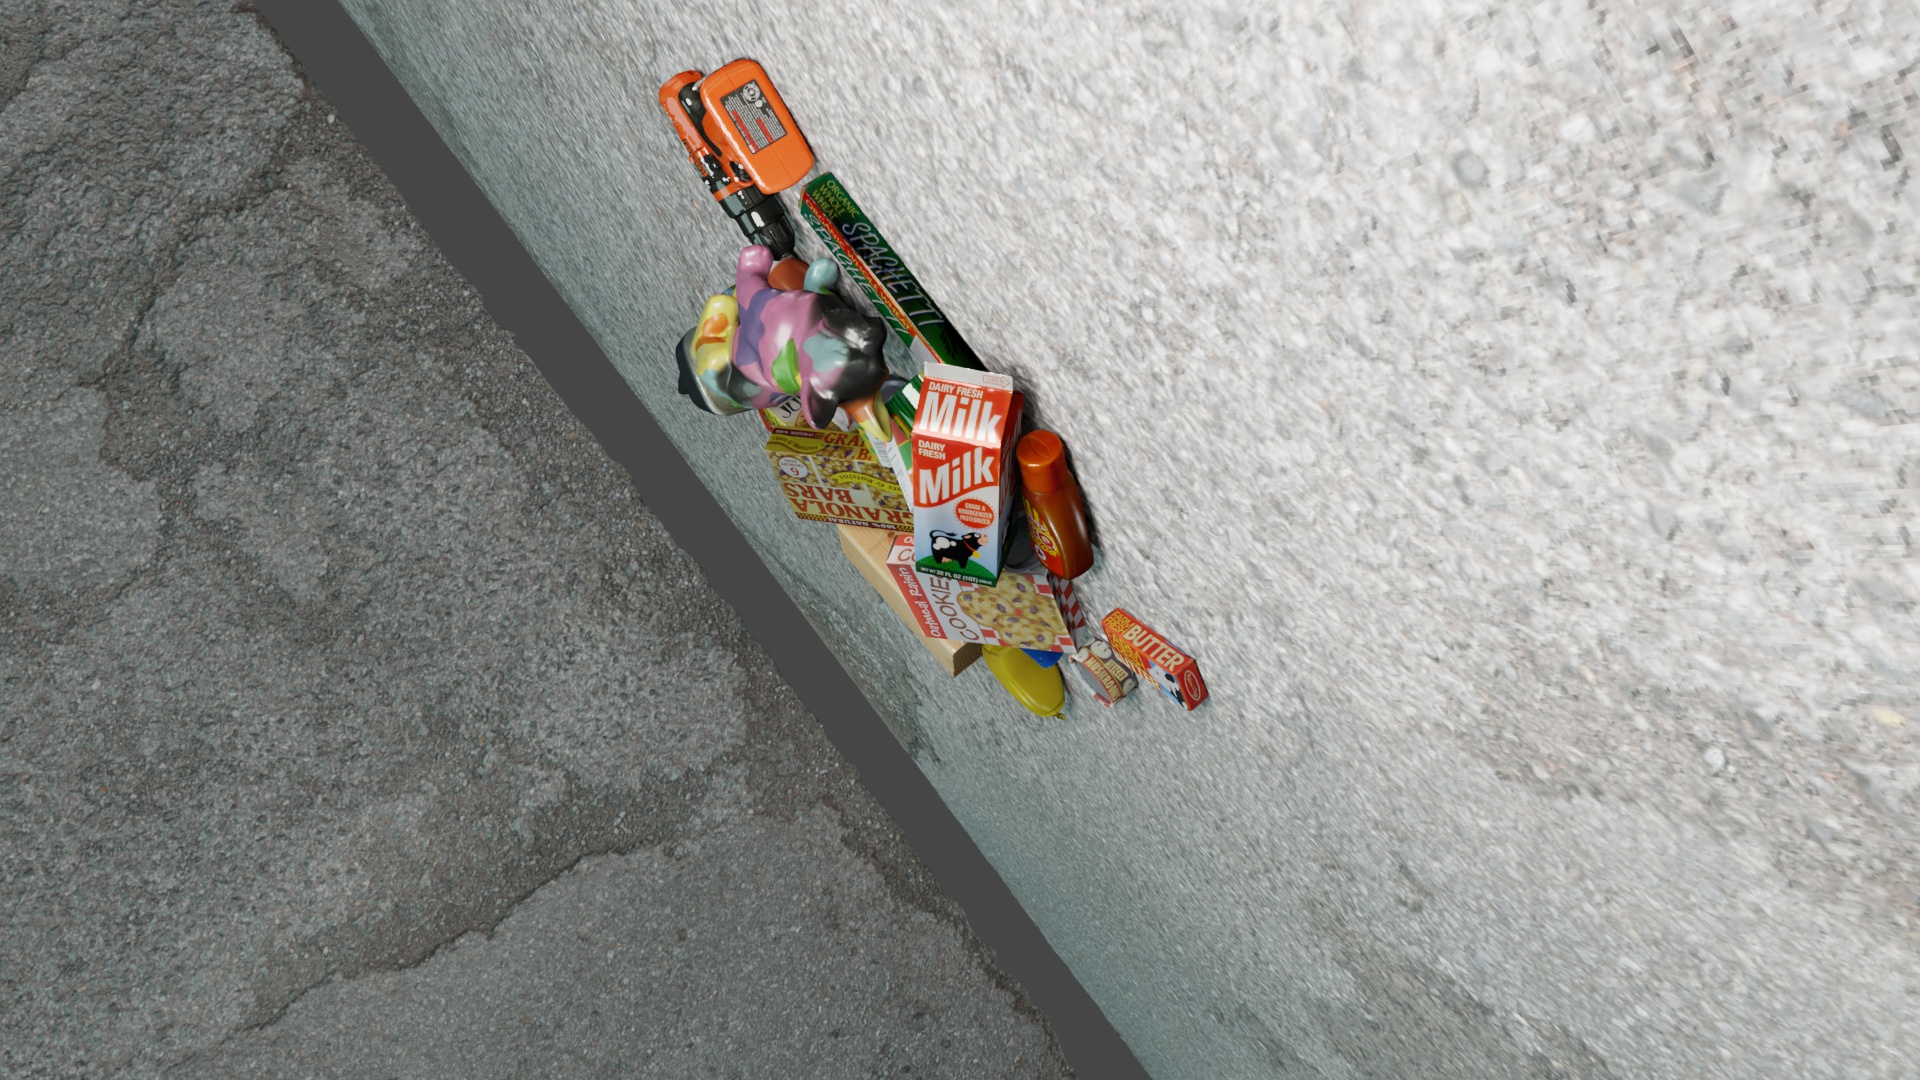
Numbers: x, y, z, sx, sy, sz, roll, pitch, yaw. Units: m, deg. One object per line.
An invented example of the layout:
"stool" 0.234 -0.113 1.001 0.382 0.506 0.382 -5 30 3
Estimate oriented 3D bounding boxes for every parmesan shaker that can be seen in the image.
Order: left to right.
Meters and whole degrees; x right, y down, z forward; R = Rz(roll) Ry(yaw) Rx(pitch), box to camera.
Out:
"parmesan shaker" -0.009 -0.095 1.198 0.103 0.071 0.071 52 166 2

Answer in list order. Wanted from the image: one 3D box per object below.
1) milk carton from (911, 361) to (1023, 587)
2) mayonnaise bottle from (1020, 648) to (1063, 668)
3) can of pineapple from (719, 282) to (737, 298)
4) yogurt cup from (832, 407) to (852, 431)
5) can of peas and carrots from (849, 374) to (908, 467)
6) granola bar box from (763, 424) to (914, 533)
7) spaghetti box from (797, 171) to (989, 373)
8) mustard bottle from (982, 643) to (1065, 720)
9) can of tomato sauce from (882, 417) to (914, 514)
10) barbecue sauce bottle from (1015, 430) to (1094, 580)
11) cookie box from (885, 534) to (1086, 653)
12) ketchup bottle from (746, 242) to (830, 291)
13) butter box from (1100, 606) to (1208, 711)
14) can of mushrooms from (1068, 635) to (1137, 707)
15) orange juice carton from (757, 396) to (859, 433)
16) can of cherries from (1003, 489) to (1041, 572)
"milk carton" 0.006 -0.059 1.098 0.072 0.074 0.189 11 134 12
"mayonnaise bottle" 0.045 0.076 1.435 0.148 0.041 0.064 40 159 -19
"can of pineapple" -0.213 -0.251 1.472 0.071 0.058 0.070 47 165 17
"yogurt cup" -0.117 -0.156 1.410 0.072 0.054 0.072 48 165 17
"can of peas and carrots" -0.065 -0.114 1.331 0.071 0.071 0.058 39 161 43
"granola bar box" -0.114 -0.064 1.491 0.165 0.039 0.123 7 146 20
"spaghetti box" -0.046 -0.193 1.141 0.250 0.029 0.050 52 166 1
"mustard bottle" 0.080 0.154 1.549 0.049 0.065 0.159 29 158 48
"can of tomato sauce" -0.027 -0.074 1.258 0.071 0.071 0.083 108 141 -73
"barbecue sauce bottle" 0.075 -0.031 1.132 0.065 0.044 0.148 50 167 34
"cookie box" 0.025 0.051 1.339 0.167 0.040 0.122 4 142 26
"ketchup bottle" -0.149 -0.234 1.340 0.149 0.043 0.064 49 166 12
"butter box" 0.168 0.103 1.210 0.104 0.024 0.053 37 160 47
"can of mushrooms" 0.139 0.128 1.350 0.071 0.033 0.070 49 166 17
"orange juice carton" -0.179 -0.145 1.602 0.193 0.073 0.071 42 163 35
"can of cherries" 0.043 -0.012 1.228 0.058 0.071 0.071 41 163 38
